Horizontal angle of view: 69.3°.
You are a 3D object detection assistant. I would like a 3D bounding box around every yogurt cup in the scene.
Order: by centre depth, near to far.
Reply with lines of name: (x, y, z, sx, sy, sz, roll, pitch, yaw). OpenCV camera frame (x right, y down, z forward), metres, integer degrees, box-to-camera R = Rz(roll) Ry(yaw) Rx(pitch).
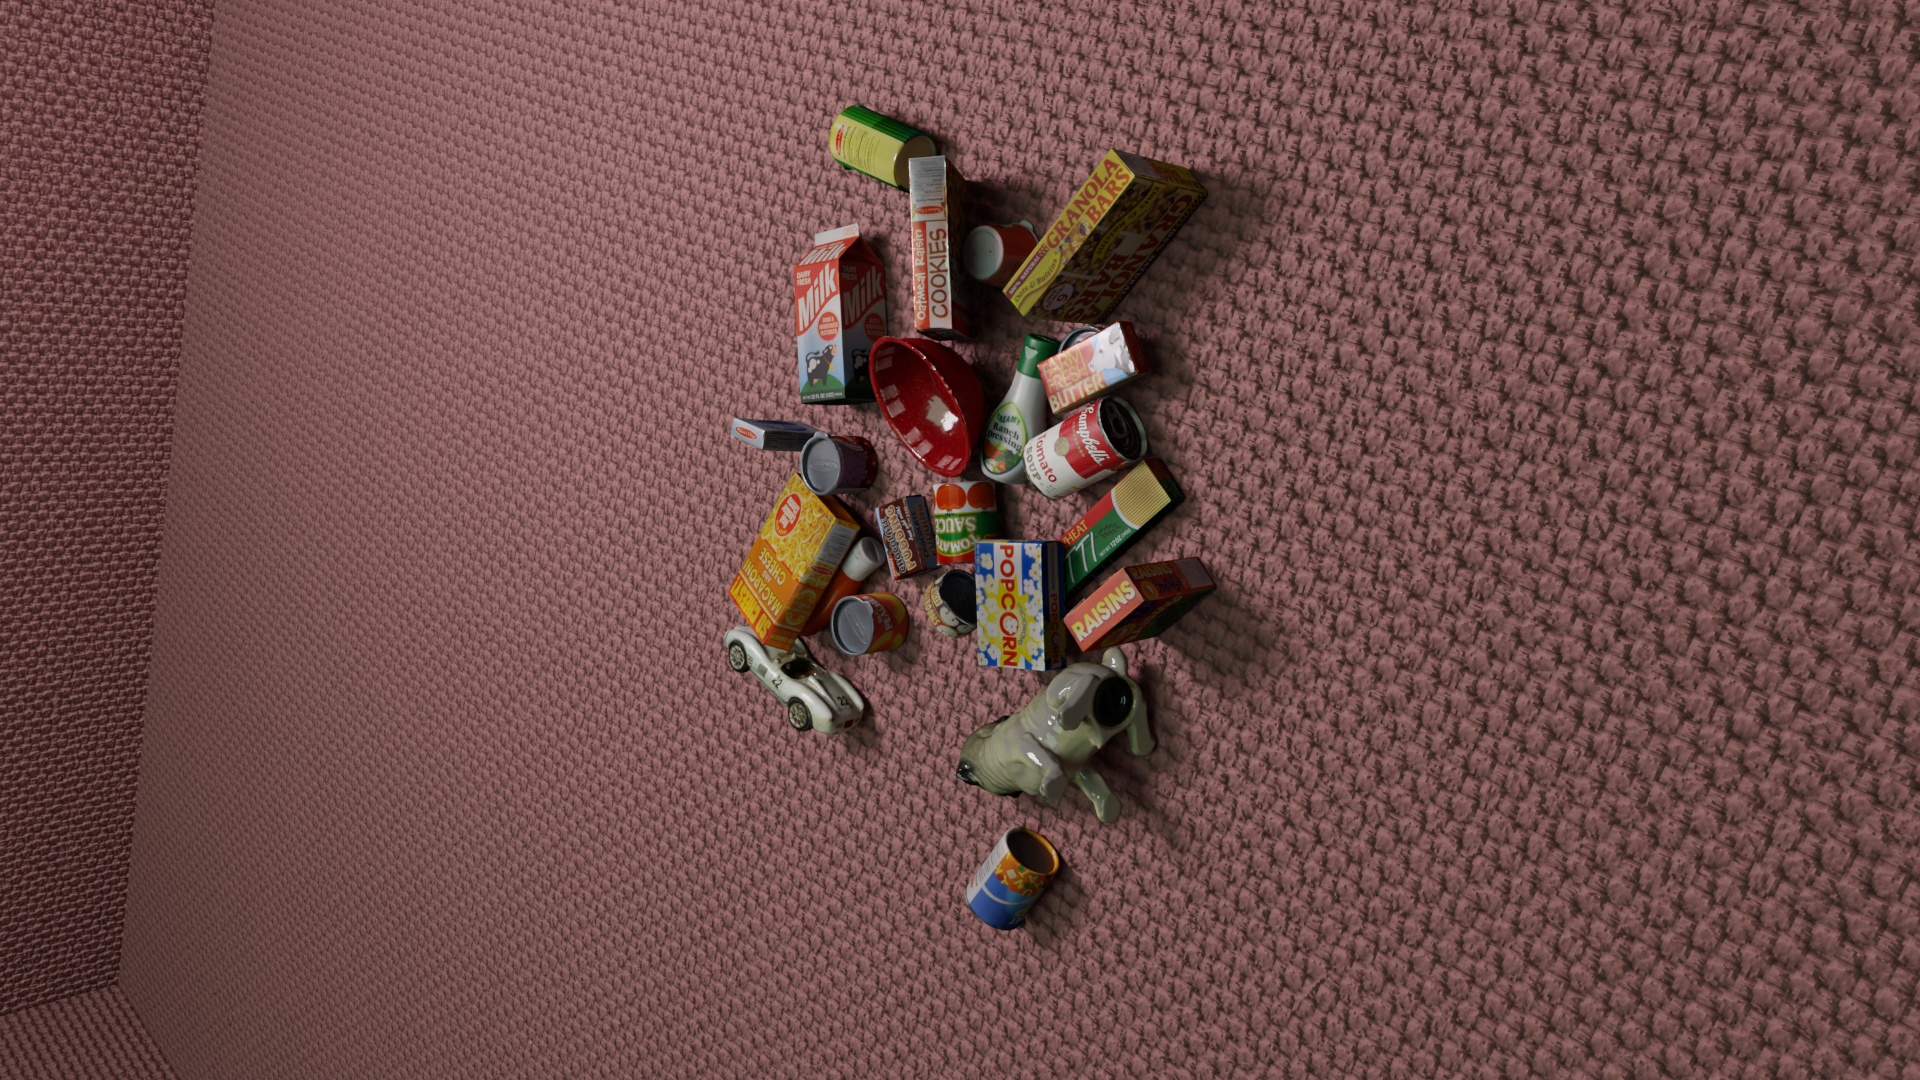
yogurt cup: (0.038, -0.284, 1.385, 0.072, 0.054, 0.072, 4, 97, 40)

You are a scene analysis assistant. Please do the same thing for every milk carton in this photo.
milk carton: (-0.130, -0.246, 1.518, 0.072, 0.073, 0.190, -3, 91, 41)

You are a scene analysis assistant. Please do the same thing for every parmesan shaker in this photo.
parmesan shaker: (-0.081, -0.412, 1.471, 0.103, 0.071, 0.071, 33, 113, 33)

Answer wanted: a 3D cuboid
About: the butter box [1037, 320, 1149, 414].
butter box: (0.122, -0.160, 1.297, 0.103, 0.024, 0.053, -24, 79, 38)

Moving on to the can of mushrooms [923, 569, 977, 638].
can of mushrooms: (-0.005, 0.065, 1.436, 0.033, 0.071, 0.071, -36, 70, 38)

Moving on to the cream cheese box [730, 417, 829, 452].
cream cheese box: (-0.203, -0.118, 1.569, 0.053, 0.104, 0.024, 25, 106, 35)

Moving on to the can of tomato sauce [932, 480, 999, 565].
can of tomato sauce: (0.005, -0.018, 1.422, 0.071, 0.071, 0.083, -3, 91, 40)

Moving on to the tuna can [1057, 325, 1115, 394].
tuna can: (0.130, -0.173, 1.329, 0.071, 0.033, 0.071, 4, 96, 40)

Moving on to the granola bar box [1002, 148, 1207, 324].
granola bar box: (0.132, -0.270, 1.260, 0.164, 0.124, 0.039, -50, 63, 31)

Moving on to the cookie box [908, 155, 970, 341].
cookie box: (-0.020, -0.287, 1.389, 0.040, 0.123, 0.167, -1, 93, 9)

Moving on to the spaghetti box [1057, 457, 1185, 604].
spaghetti box: (0.117, 0.015, 1.356, 0.249, 0.029, 0.050, -45, 66, 33)

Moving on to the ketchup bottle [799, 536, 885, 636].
ketchup bottle: (-0.144, 0.048, 1.569, 0.148, 0.043, 0.065, -39, 61, 35)

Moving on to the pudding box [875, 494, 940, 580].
pudding box: (-0.057, -0.003, 1.502, 0.049, 0.030, 0.084, -20, 80, 40)

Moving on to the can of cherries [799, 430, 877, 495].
can of cherries: (-0.135, -0.086, 1.544, 0.071, 0.058, 0.071, 4, 96, 41)

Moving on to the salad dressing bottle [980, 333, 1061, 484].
salad dressing bottle: (0.063, -0.131, 1.382, 0.064, 0.044, 0.147, 28, 110, 34)

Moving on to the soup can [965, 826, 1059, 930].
soup can: (0.055, 0.344, 1.409, 0.071, 0.071, 0.083, 46, 120, 28)

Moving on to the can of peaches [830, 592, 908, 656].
can of peaches: (-0.098, 0.090, 1.525, 0.071, 0.058, 0.071, 3, 94, 40)

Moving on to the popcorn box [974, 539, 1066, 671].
popcorn box: (0.059, 0.062, 1.362, 0.085, 0.038, 0.126, 1, 94, 40)

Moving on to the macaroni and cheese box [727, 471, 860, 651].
macaroni and cheese box: (-0.189, 0.023, 1.566, 0.166, 0.040, 0.124, -60, 38, 12)

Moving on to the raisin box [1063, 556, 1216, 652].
raisin box: (0.163, 0.056, 1.258, 0.085, 0.124, 0.040, -44, 66, 34)
